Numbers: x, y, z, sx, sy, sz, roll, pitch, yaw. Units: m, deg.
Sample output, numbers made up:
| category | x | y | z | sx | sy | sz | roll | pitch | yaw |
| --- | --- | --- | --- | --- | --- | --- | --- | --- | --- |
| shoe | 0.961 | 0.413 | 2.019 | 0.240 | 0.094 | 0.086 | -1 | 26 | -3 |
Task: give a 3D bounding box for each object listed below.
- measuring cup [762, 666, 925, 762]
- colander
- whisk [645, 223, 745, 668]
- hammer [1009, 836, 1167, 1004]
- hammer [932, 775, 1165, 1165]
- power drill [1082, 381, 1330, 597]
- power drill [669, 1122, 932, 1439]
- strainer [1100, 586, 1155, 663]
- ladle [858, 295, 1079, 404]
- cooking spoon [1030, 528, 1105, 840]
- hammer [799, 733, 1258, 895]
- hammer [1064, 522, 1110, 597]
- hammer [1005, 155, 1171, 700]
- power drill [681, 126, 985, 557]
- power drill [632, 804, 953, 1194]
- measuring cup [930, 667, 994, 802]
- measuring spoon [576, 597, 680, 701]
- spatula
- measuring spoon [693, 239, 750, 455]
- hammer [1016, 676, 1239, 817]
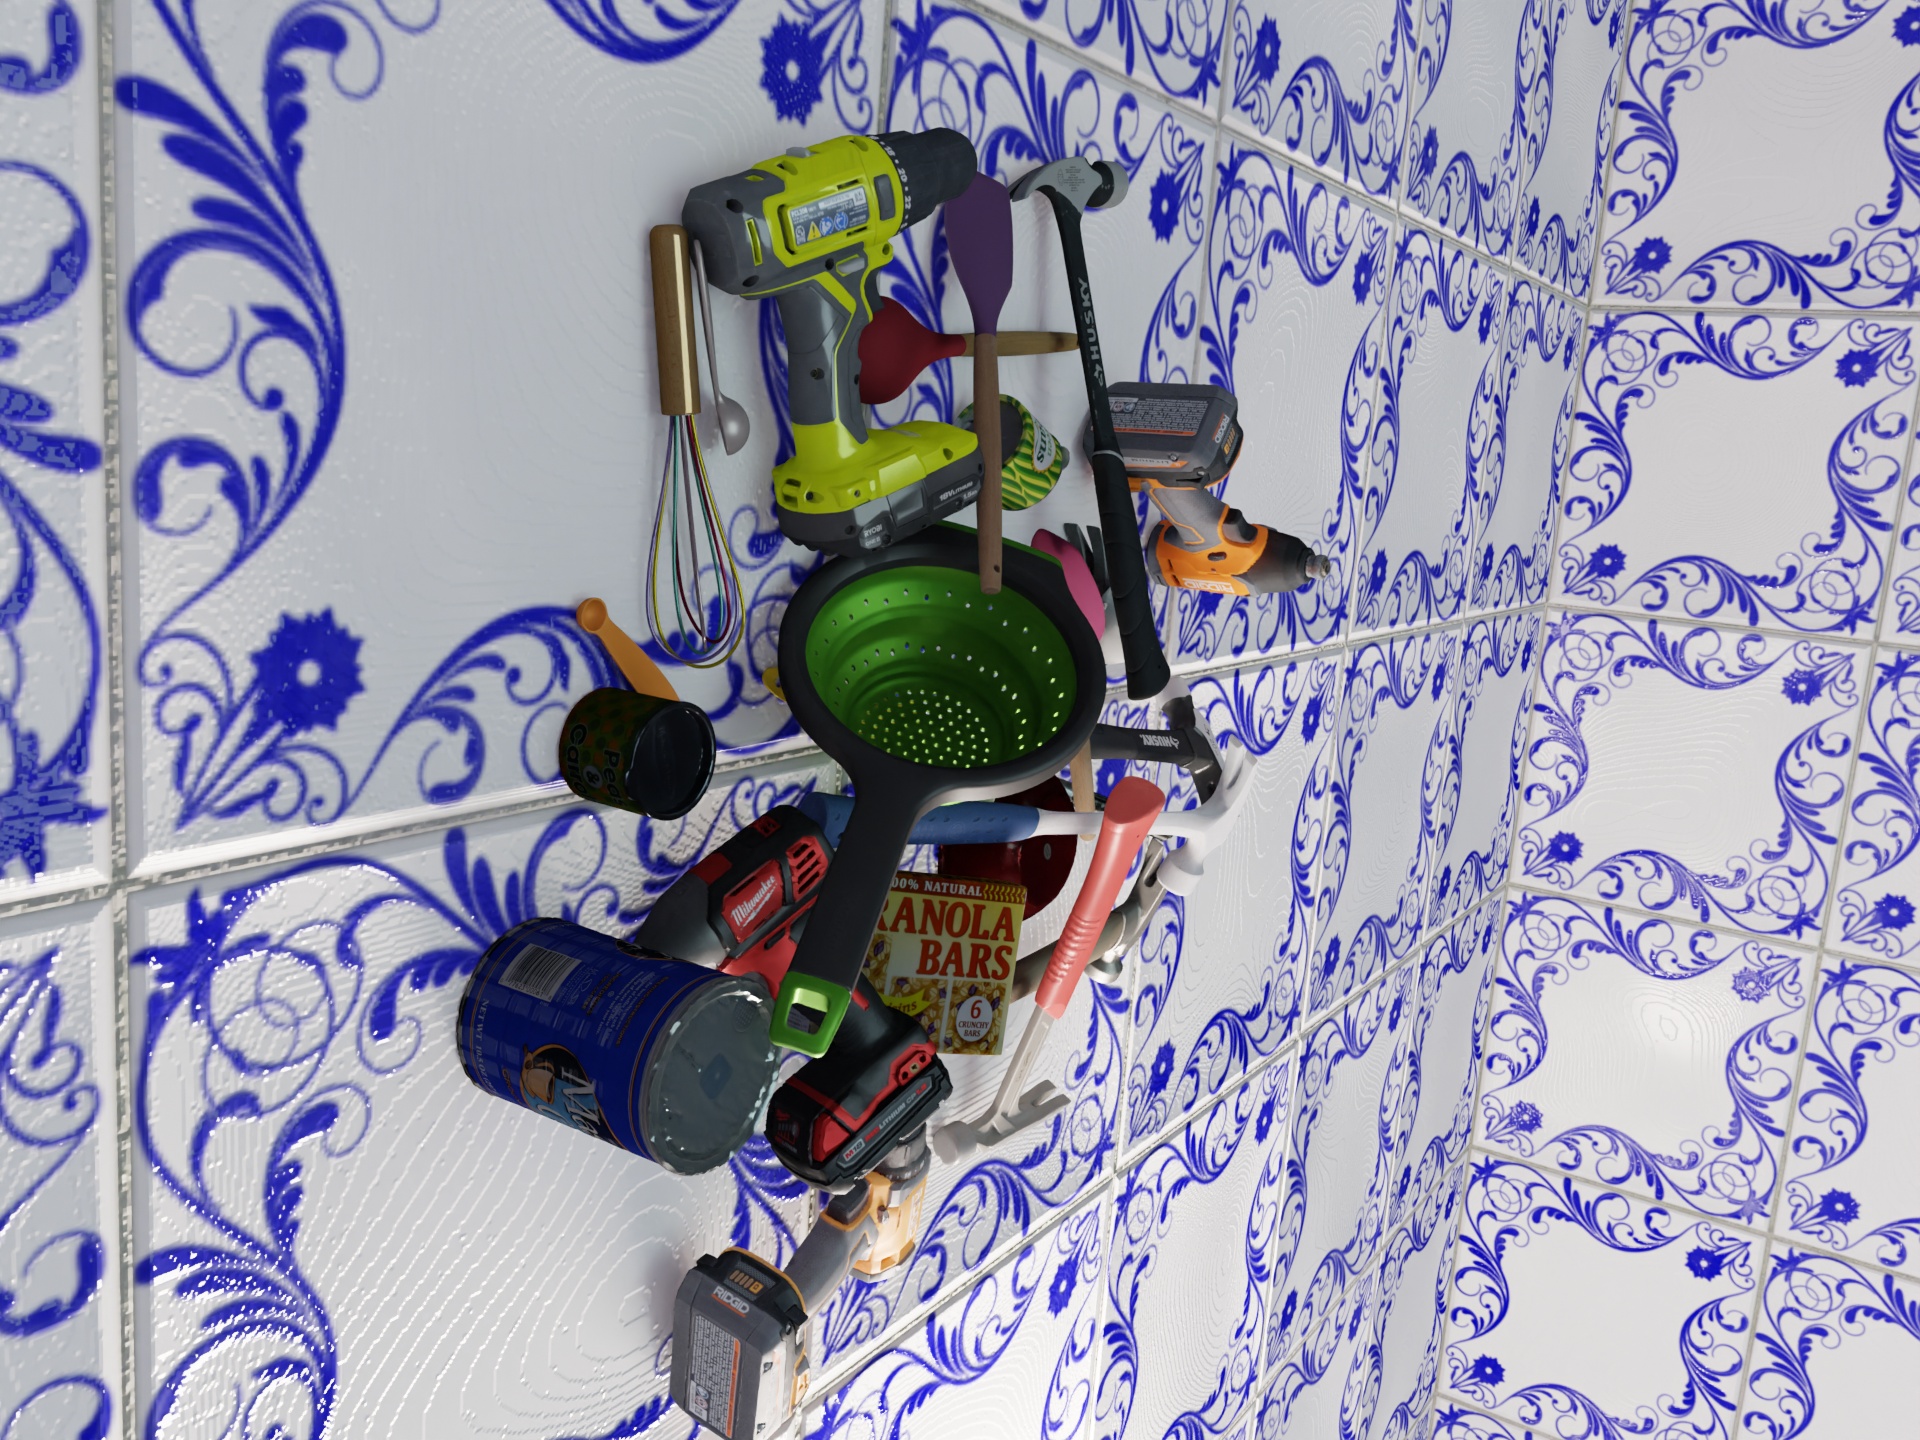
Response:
| category | x | y | z | sx | sy | sz | roll | pitch | yaw |
| --- | --- | --- | --- | --- | --- | --- | --- | --- | --- |
| measuring cup | -0.083 | -0.005 | 1.063 | 0.156 | 0.029 | 0.062 | 27 | 73 | -45 |
| colander | -0.038 | 0.045 | 0.957 | 0.094 | 0.204 | 0.397 | 105 | 4 | -50 |
| whisk | -0.150 | -0.149 | 0.888 | 0.051 | 0.047 | 0.245 | -21 | 113 | -53 |
| hammer | 0.040 | 0.204 | 1.262 | 0.410 | 0.038 | 0.146 | -17 | 139 | -52 |
| hammer | 0.086 | 0.195 | 1.236 | 0.149 | 0.037 | 0.359 | -15 | 134 | -46 |
| power drill | 0.212 | -0.183 | 1.336 | 0.226 | 0.164 | 0.084 | 50 | 58 | -49 |
| power drill | -0.093 | 0.345 | 1.066 | 0.226 | 0.084 | 0.185 | -36 | 142 | -51 |
| strainer | 0.095 | -0.087 | 1.236 | 0.258 | 0.050 | 0.087 | 17 | 101 | -54 |
| ladle | 0.011 | -0.264 | 1.124 | 0.315 | 0.031 | 0.069 | -22 | 118 | -55 |
| cooking spoon | 0.083 | -0.014 | 1.162 | 0.017 | 0.069 | 0.318 | -39 | 143 | -23 |
| hammer | 0.061 | 0.070 | 1.167 | 0.405 | 0.035 | 0.144 | 3 | 125 | -39 |
| hammer | 0.030 | -0.108 | 1.192 | 0.330 | 0.033 | 0.128 | 13 | 89 | -58 |
| hammer | 0.107 | -0.216 | 1.203 | 0.149 | 0.036 | 0.409 | -21 | 104 | -51 |
| power drill | -0.055 | -0.232 | 0.952 | 0.190 | 0.080 | 0.228 | -30 | 125 | -32 |
| power drill | -0.108 | 0.176 | 0.981 | 0.143 | 0.079 | 0.219 | -38 | 115 | -25 |
| measuring cup | -0.002 | -0.004 | 1.168 | 0.083 | 0.038 | 0.167 | -13 | 109 | -56 |
| measuring spoon | -0.186 | -0.031 | 0.899 | 0.021 | 0.011 | 0.116 | -64 | 149 | -25 |
| spatula | 0.015 | -0.231 | 1.053 | 0.059 | 0.018 | 0.316 | 12 | 67 | -35 |
| measuring spoon | -0.133 | -0.208 | 0.893 | 0.018 | 0.034 | 0.124 | -11 | 123 | -10 |
| hammer | 0.133 | 0.023 | 1.335 | 0.334 | 0.035 | 0.146 | 5 | 58 | -55 |
